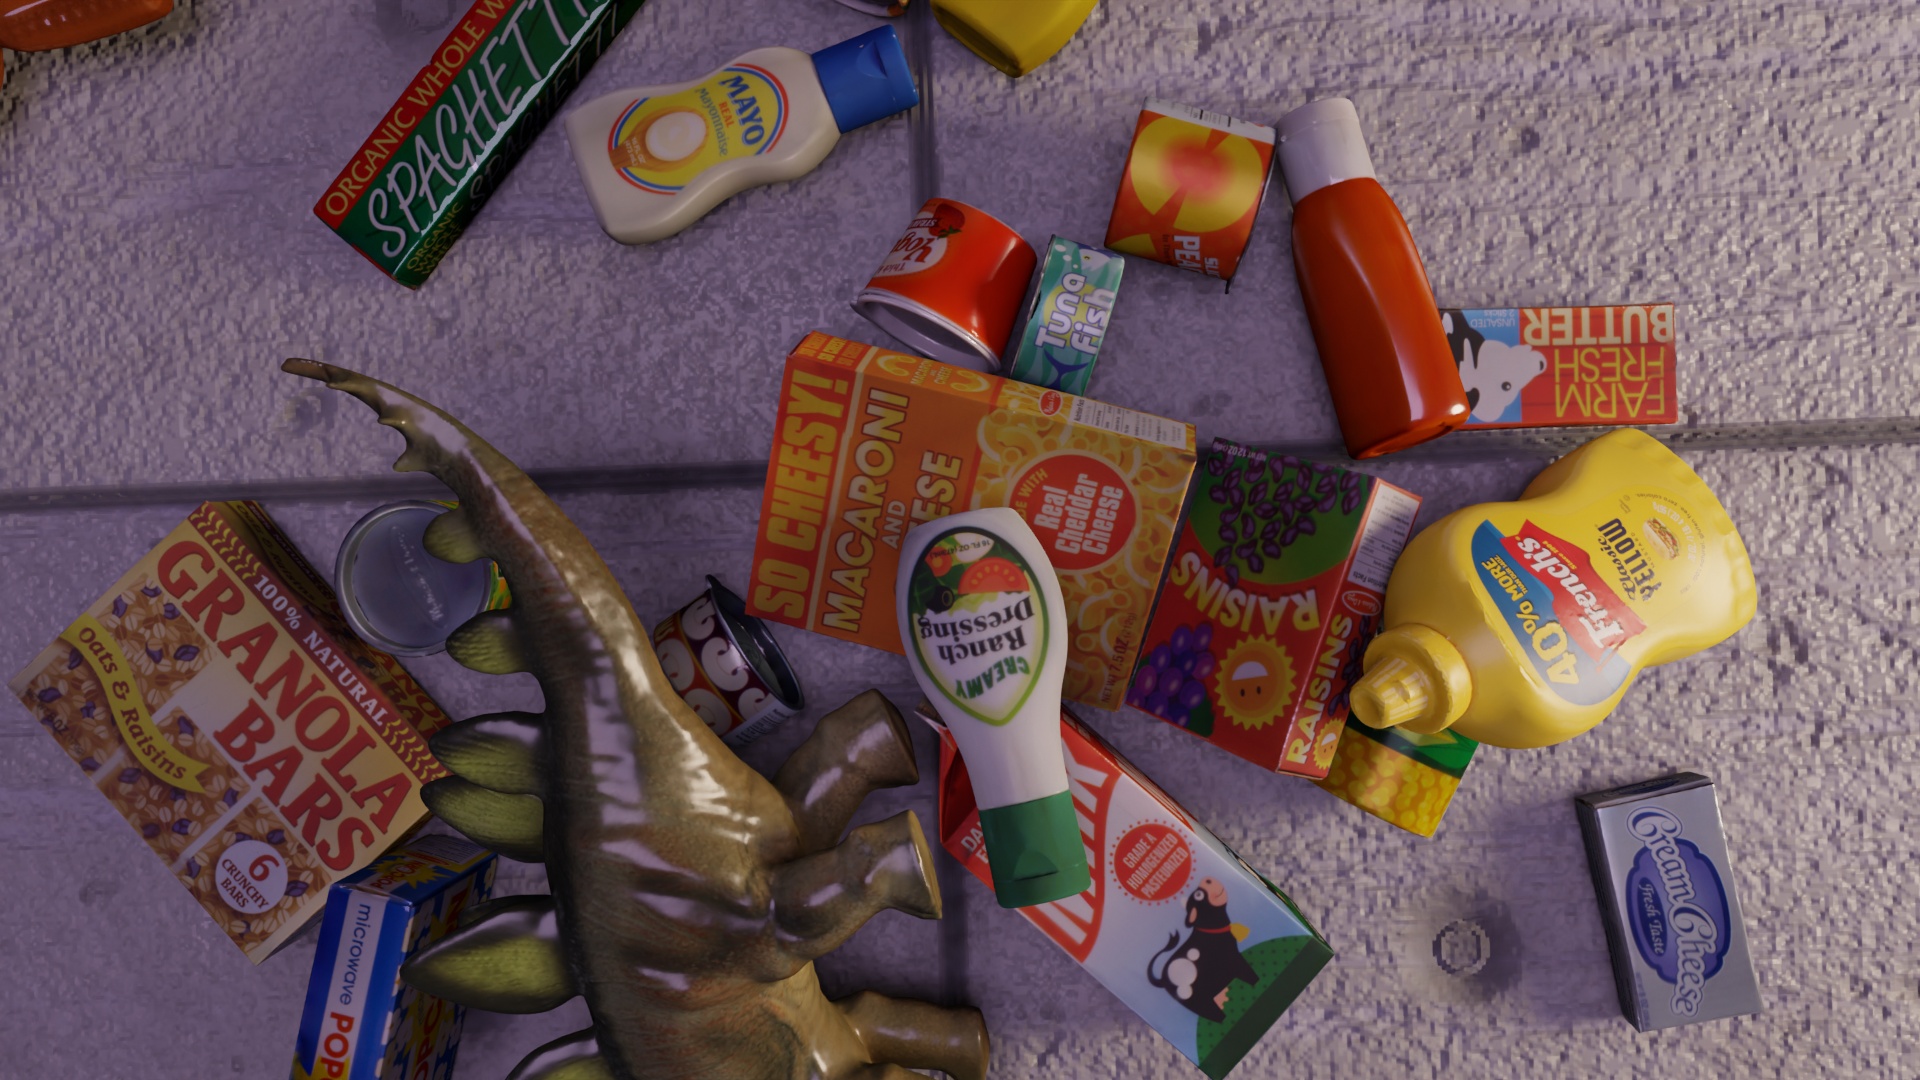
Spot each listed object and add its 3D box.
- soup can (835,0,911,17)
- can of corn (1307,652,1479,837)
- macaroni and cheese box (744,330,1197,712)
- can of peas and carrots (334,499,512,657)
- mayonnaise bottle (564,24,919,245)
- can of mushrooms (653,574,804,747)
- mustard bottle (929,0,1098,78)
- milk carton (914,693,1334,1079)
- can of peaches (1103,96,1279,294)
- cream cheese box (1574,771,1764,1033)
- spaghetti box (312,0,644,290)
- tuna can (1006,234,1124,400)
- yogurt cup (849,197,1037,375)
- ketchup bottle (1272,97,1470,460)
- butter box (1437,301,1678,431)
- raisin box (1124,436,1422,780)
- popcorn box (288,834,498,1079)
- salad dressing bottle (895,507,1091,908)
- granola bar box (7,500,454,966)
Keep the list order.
[{"bbox_3d":[-0.037,-0.277,0.588,0.071,0.071,0.083,23,92,2],"label":"soup can"},{"bbox_3d":[0.179,0.083,0.586,0.071,0.071,0.058,26,92,2],"label":"can of corn"},{"bbox_3d":[0.002,-0.007,0.585,0.166,0.040,0.123,15,114,3],"label":"macaroni and cheese box"},{"bbox_3d":[-0.224,0.014,0.604,0.071,0.059,0.071,0,91,1],"label":"can of peas and carrots"},{"bbox_3d":[-0.093,-0.182,0.606,0.148,0.041,0.065,-20,88,3],"label":"mayonnaise bottle"},{"bbox_3d":[-0.101,0.052,0.597,0.033,0.071,0.071,-35,90,4],"label":"can of mushrooms"},{"bbox_3d":[0.054,-0.278,0.596,0.065,0.049,0.160,38,91,1],"label":"mustard bottle"},{"bbox_3d":[0.056,0.129,0.588,0.190,0.072,0.073,41,91,1],"label":"milk carton"},{"bbox_3d":[0.096,-0.146,0.587,0.058,0.071,0.071,16,92,2],"label":"can of peaches"},{"bbox_3d":[0.307,0.157,0.604,0.053,0.024,0.103,-12,90,2],"label":"cream cheese box"},{"bbox_3d":[-0.189,-0.223,0.615,0.050,0.028,0.250,39,92,2],"label":"spaghetti box"},{"bbox_3d":[0.045,-0.094,0.587,0.033,0.071,0.071,17,92,1],"label":"tuna can"},{"bbox_3d":[-0.003,-0.109,0.593,0.072,0.072,0.054,27,84,2],"label":"yogurt cup"},{"bbox_3d":[0.169,-0.112,0.589,0.043,0.064,0.149,-13,82,-11],"label":"ketchup bottle"},{"bbox_3d":[0.255,-0.075,0.603,0.103,0.024,0.053,-1,90,2],"label":"butter box"},{"bbox_3d":[0.128,0.027,0.579,0.086,0.040,0.123,20,92,46],"label":"raisin box"},{"bbox_3d":[-0.243,0.199,0.594,0.038,0.085,0.126,13,92,3],"label":"popcorn box"},{"bbox_3d":[0.016,0.063,0.531,0.064,0.044,0.147,-14,82,6],"label":"salad dressing bottle"},{"bbox_3d":[-0.314,0.083,0.618,0.124,0.039,0.165,-42,89,3],"label":"granola bar box"}]
